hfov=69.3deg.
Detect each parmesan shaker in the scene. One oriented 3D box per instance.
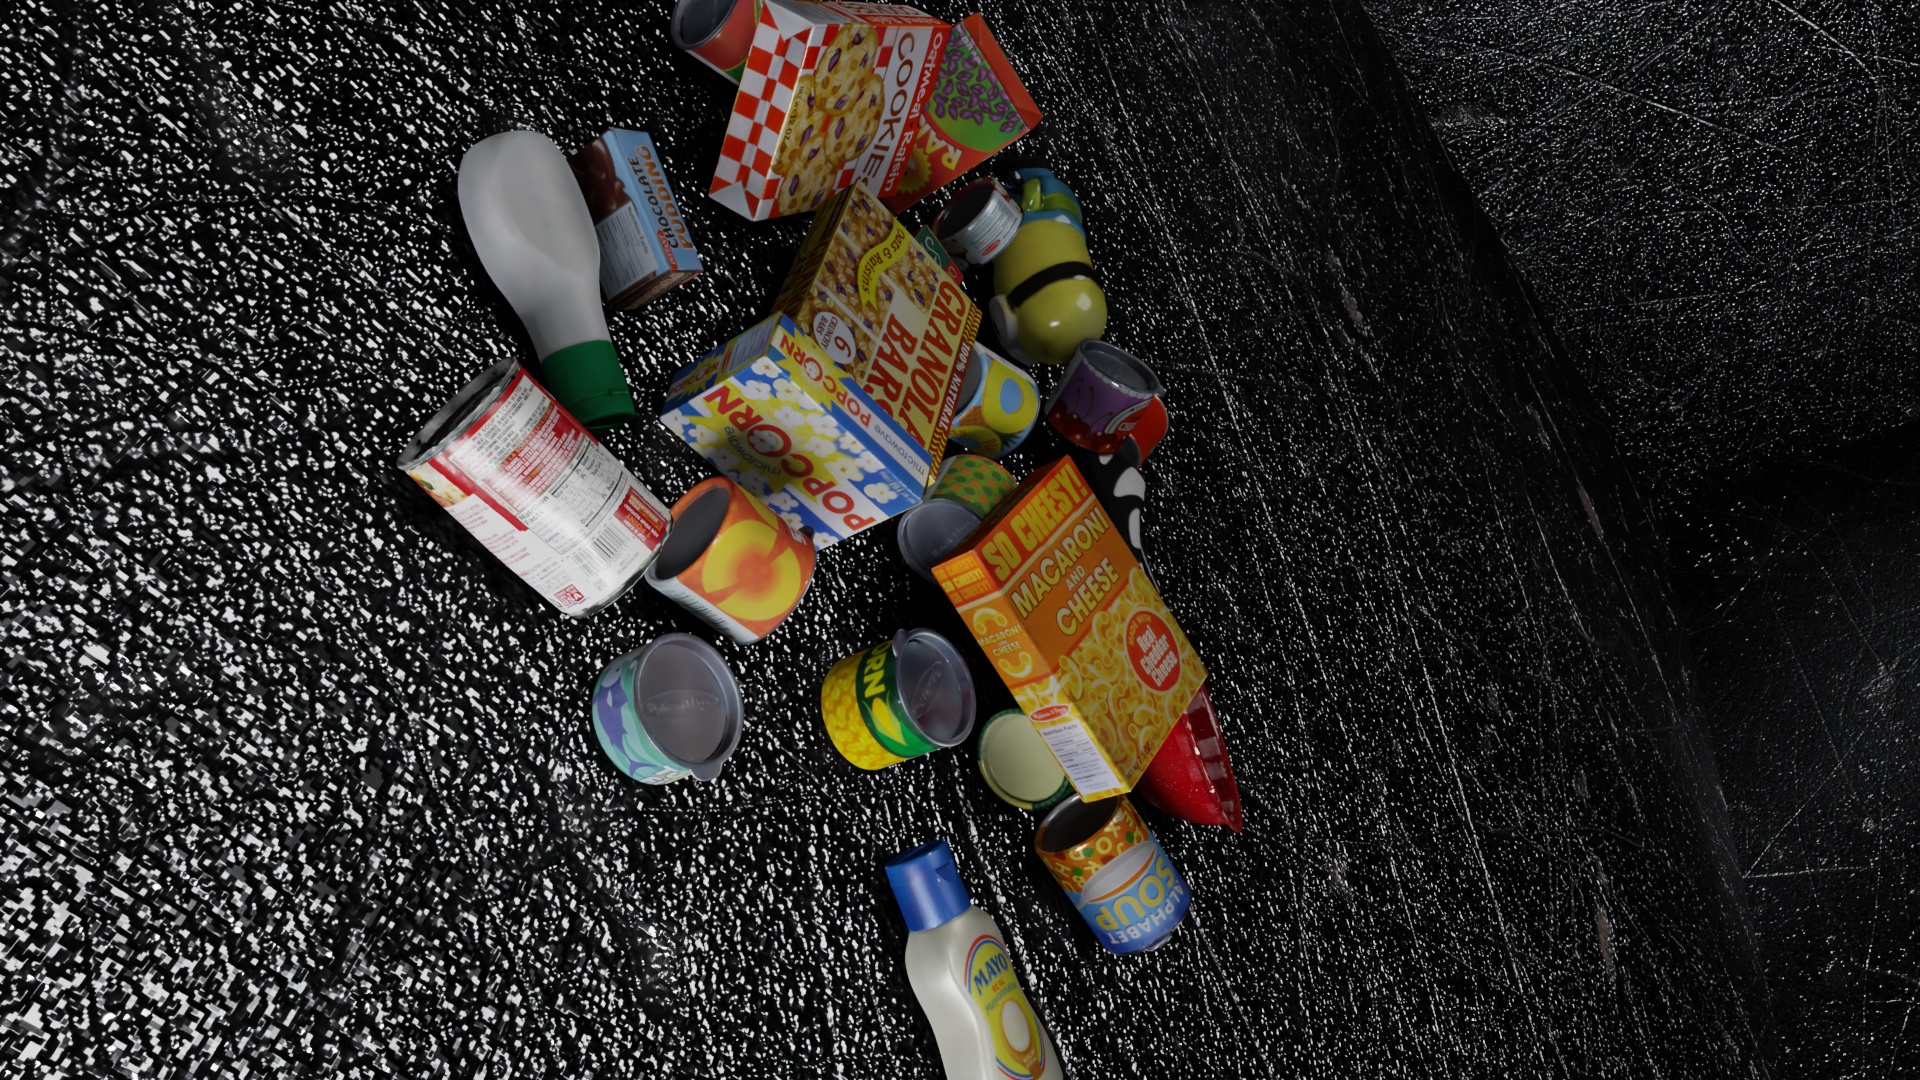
[{"bbox_3d":[0.066,0.123,0.872,0.103,0.071,0.071,-21,87,-57],"label":"parmesan shaker"}]

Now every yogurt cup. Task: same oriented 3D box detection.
[{"bbox_3d":[0.123,-0.084,1.089,0.072,0.072,0.054,52,44,-21],"label":"yogurt cup"}]

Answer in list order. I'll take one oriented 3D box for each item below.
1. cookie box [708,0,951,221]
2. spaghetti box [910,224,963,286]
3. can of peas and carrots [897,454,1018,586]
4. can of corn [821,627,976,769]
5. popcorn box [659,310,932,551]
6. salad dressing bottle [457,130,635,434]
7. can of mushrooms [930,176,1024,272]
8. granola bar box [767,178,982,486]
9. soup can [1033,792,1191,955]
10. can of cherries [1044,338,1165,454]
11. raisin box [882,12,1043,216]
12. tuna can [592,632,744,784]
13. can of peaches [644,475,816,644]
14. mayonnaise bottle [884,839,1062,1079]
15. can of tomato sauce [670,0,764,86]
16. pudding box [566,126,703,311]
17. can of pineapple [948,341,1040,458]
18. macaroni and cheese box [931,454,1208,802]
[{"bbox_3d":[-0.077,-0.273,0.876,0.040,0.122,0.168,32,30,16],"label":"cookie box"},{"bbox_3d":[-0.055,-0.129,0.899,0.050,0.028,0.251,52,36,-21],"label":"spaghetti box"},{"bbox_3d":[0.003,-0.011,0.871,0.071,0.070,0.059,54,35,-18],"label":"can of peas and carrots"},{"bbox_3d":[-0.036,0.086,0.765,0.071,0.058,0.071,32,46,-40],"label":"can of corn"},{"bbox_3d":[-0.088,-0.055,0.757,0.126,0.085,0.038,43,40,-31],"label":"popcorn box"},{"bbox_3d":[-0.201,-0.125,0.684,0.064,0.044,0.147,-12,81,-58],"label":"salad dressing bottle"},{"bbox_3d":[0.010,-0.234,1.025,0.033,0.071,0.071,41,40,-31],"label":"can of mushrooms"},{"bbox_3d":[-0.052,-0.121,0.836,0.124,0.039,0.166,43,39,-27],"label":"granola bar box"},{"bbox_3d":[0.095,0.204,0.862,0.083,0.071,0.072,56,35,-14],"label":"soup can"},{"bbox_3d":[0.105,-0.103,1.014,0.071,0.058,0.072,23,29,-14],"label":"can of cherries"},{"bbox_3d":[-0.018,-0.295,0.969,0.086,0.123,0.040,55,33,-16],"label":"raisin box"},{"bbox_3d":[-0.136,0.082,0.652,0.071,0.032,0.071,32,46,-40],"label":"tuna can"},{"bbox_3d":[-0.114,0.008,0.696,0.058,0.071,0.071,39,42,-33],"label":"can of peaches"},{"bbox_3d":[0.004,0.235,0.741,0.065,0.041,0.148,-20,87,-55],"label":"mayonnaise bottle"},{"bbox_3d":[-0.129,-0.321,0.880,0.083,0.071,0.071,23,52,-47],"label":"can of tomato sauce"},{"bbox_3d":[-0.177,-0.171,0.738,0.030,0.049,0.083,-20,86,-58],"label":"pudding box"},{"bbox_3d":[0.010,-0.094,0.935,0.058,0.071,0.071,26,50,-44],"label":"can of pineapple"},{"bbox_3d":[0.068,0.050,0.822,0.166,0.040,0.124,56,42,-9],"label":"macaroni and cheese box"}]
